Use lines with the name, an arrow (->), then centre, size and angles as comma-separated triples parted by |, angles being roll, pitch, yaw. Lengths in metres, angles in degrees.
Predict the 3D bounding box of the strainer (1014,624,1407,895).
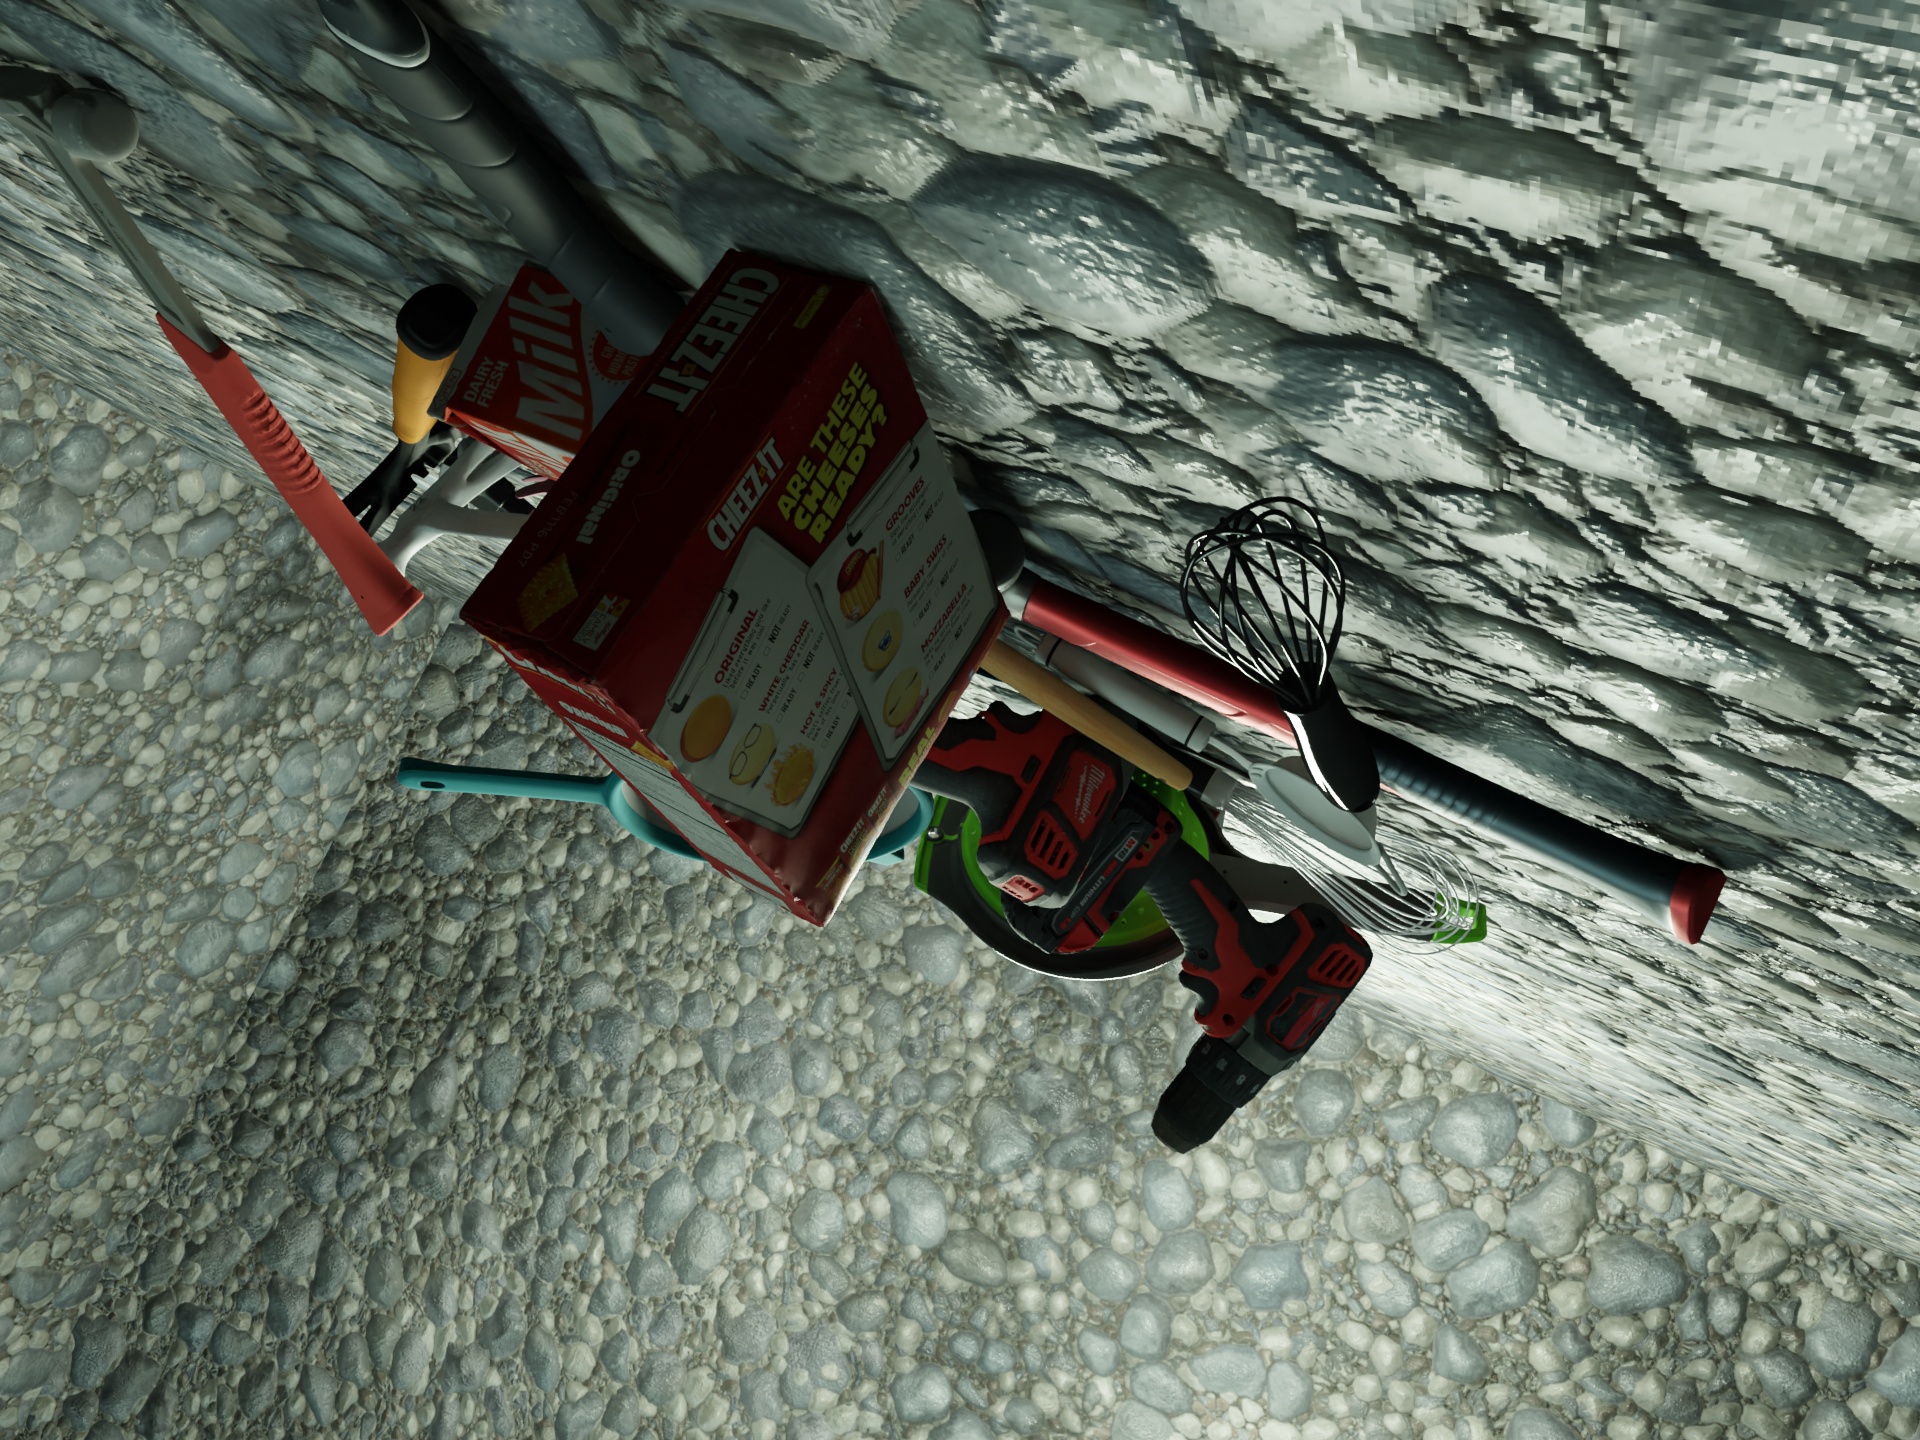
strainer -> 0.140, 0.009, 0.877 | 0.258, 0.050, 0.086 | 30, 167, 12

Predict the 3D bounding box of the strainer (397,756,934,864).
strainer -> -0.186, 0.015, 1.040 | 0.340, 0.095, 0.210 | 5, 153, -6

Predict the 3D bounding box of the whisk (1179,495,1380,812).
whisk -> 0.133, -0.014, 0.607 | 0.055, 0.055, 0.238 | 22, 167, 31

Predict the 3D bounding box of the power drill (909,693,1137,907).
power drill -> -0.001, -0.003, 0.925 | 0.219, 0.143, 0.078 | 32, 160, -6

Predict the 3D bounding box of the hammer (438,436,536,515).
hammer -> -0.253, -0.089, 1.215 | 0.334, 0.035, 0.146 | 39, 155, -16

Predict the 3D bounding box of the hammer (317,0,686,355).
hammer -> -0.179, -0.207, 0.442 | 0.149, 0.036, 0.408 | 25, 173, 19

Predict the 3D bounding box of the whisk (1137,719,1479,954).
whisk -> 0.194, 0.059, 1.010 | 0.285, 0.070, 0.070 | 29, 174, 14

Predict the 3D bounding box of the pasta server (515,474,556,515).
pasta server -> -0.197, -0.067, 1.161 | 0.316, 0.040, 0.060 | 49, -158, -29

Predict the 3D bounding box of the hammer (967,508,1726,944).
hammer -> 0.169, 0.007, 0.758 | 0.386, 0.038, 0.143 | 25, 174, 5

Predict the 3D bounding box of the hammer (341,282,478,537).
hammer -> -0.316, -0.174, 0.911 | 0.034, 0.127, 0.337 | 42, 163, -14

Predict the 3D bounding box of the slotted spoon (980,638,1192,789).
slotted spoon -> 0.001, -0.047, 0.870 | 0.313, 0.031, 0.070 | 33, 171, -13

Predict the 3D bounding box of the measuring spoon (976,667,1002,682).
measuring spoon -> -0.003, -0.050, 1.059 | 0.128, 0.021, 0.042 | 20, -161, -45

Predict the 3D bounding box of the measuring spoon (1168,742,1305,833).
measuring spoon -> 0.192, 0.048, 1.053 | 0.124, 0.018, 0.034 | 26, 173, 5

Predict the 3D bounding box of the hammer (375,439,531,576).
hammer -> -0.237, -0.117, 0.946 | 0.406, 0.144, 0.035 | 12, 148, 48

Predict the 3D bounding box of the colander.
colander -> 0.168, 0.084, 1.093 | 0.397, 0.205, 0.094 | 9, 136, 7

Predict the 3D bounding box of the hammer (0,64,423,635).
hammer -> -0.407, -0.185, 0.878 | 0.149, 0.037, 0.358 | 18, 147, 32

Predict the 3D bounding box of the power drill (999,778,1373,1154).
power drill -> 0.132, 0.158, 1.019 | 0.226, 0.188, 0.080 | 37, -175, -16
